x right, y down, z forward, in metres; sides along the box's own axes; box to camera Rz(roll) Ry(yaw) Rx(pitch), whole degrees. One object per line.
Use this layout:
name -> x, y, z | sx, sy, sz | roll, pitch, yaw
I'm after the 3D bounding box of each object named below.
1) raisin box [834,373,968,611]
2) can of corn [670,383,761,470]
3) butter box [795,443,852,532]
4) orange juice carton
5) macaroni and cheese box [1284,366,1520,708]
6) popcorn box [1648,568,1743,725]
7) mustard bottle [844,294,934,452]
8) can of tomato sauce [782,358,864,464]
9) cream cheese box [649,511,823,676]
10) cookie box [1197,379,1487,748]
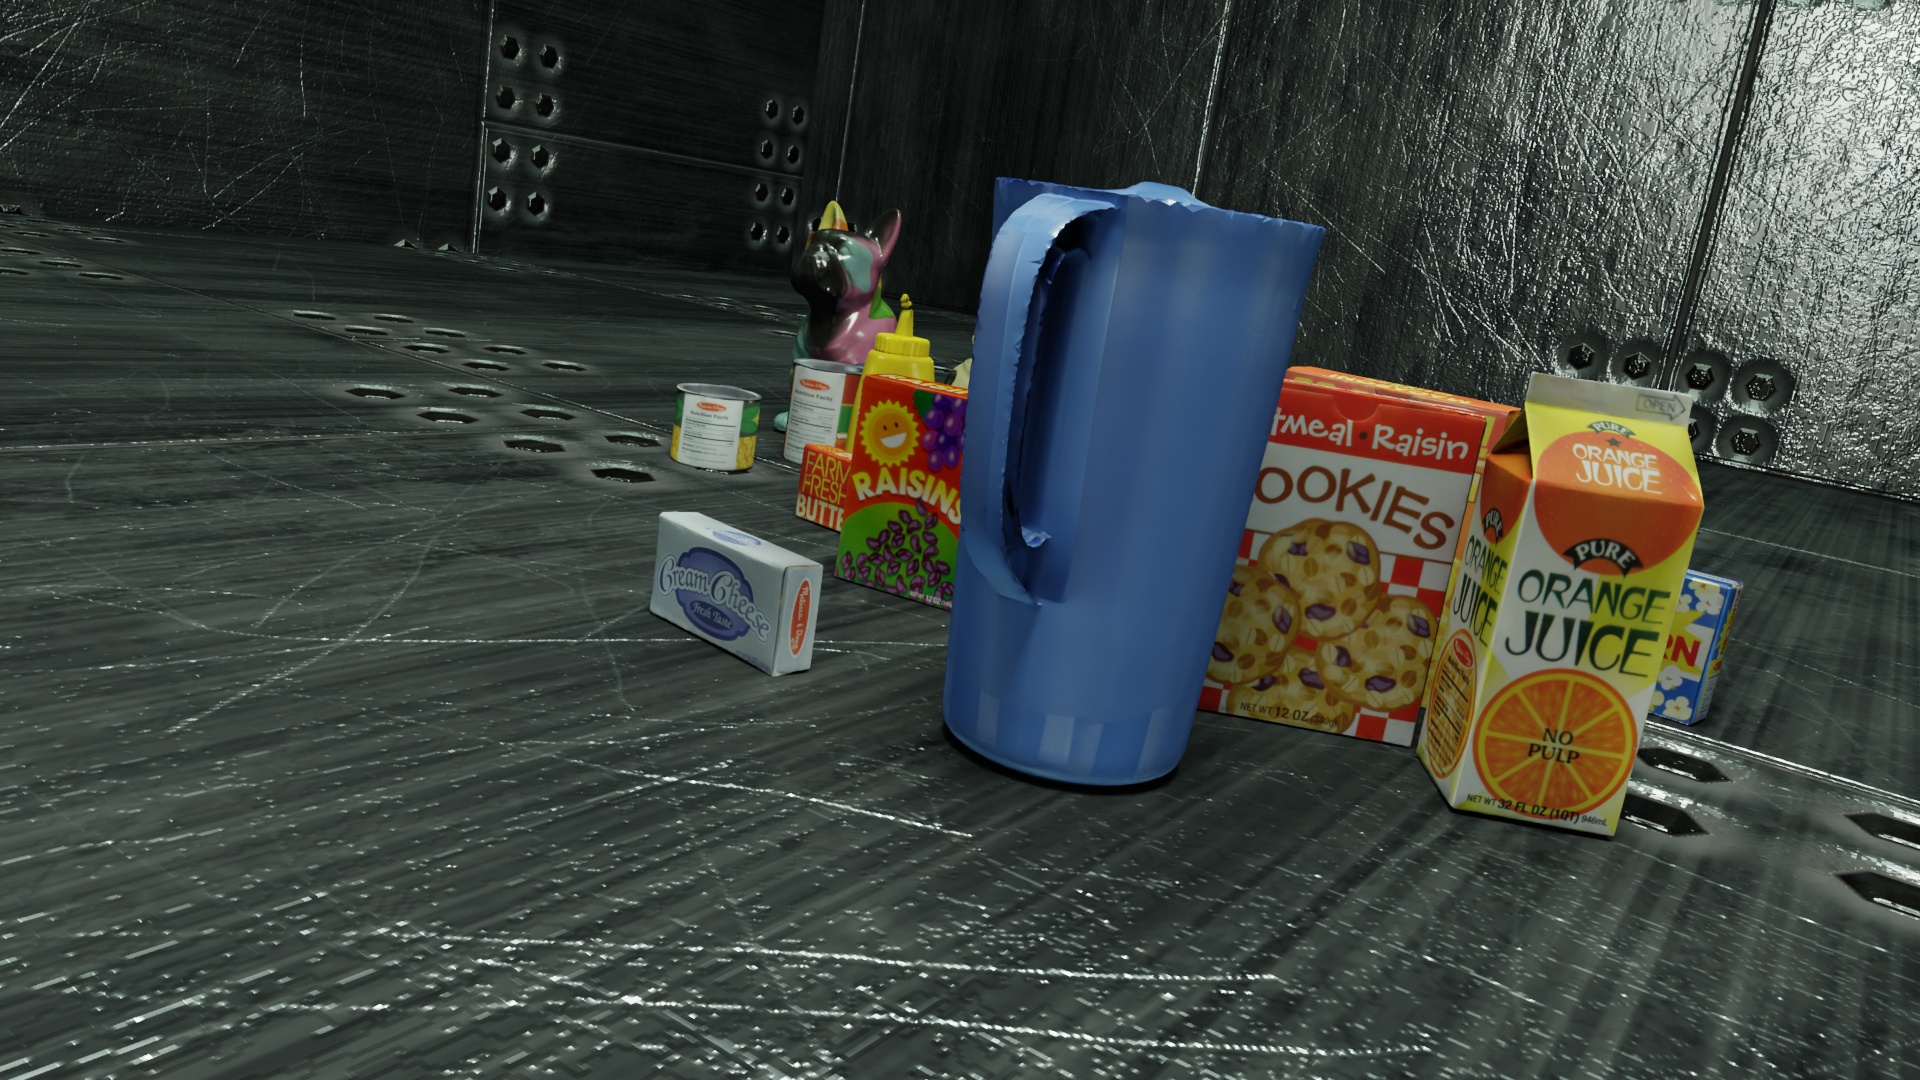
raisin box -> -0.021, -0.030, 0.810 | 0.086, 0.123, 0.040 | 15, 13, 25
can of corn -> -0.194, -0.091, 1.104 | 0.071, 0.058, 0.071 | 9, 12, -2
butter box -> -0.068, -0.030, 0.936 | 0.103, 0.053, 0.024 | 20, 16, 40
orange juice carton -> 0.265, 0.025, 0.615 | 0.072, 0.192, 0.073 | 10, 12, 3
macaroni and cheese box -> 0.228, -0.004, 0.774 | 0.124, 0.166, 0.040 | 16, 14, 30
popcorn box -> 0.391, 0.049, 0.839 | 0.127, 0.085, 0.038 | 19, 16, 38
mustard bottle -> -0.047, -0.099, 1.012 | 0.065, 0.159, 0.049 | 9, 12, 0
can of tomato sauce -> -0.112, -0.107, 1.177 | 0.071, 0.083, 0.071 | 9, 12, -2
cream cheese box -> -0.111, 0.024, 0.672 | 0.104, 0.053, 0.024 | 20, 16, 41
cookie box -> 0.175, 0.008, 0.683 | 0.123, 0.167, 0.040 | 10, 12, 4
